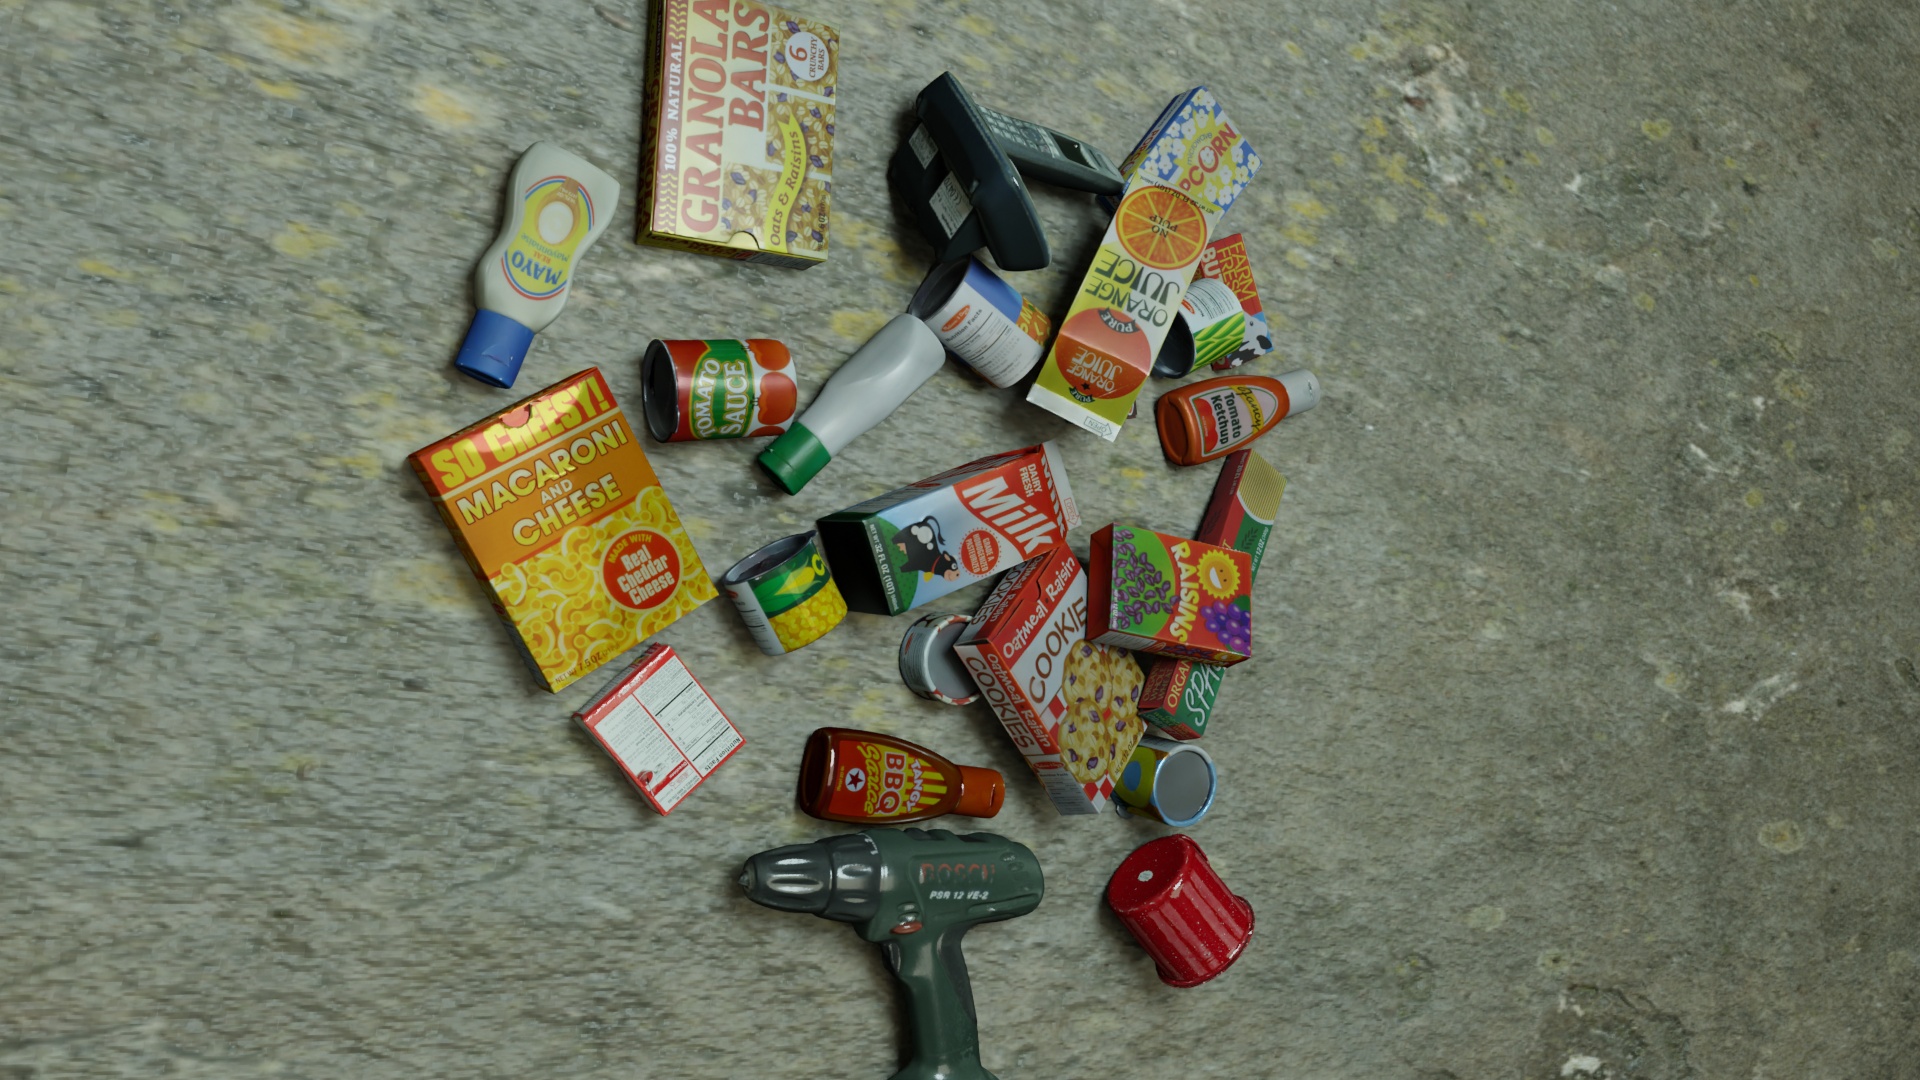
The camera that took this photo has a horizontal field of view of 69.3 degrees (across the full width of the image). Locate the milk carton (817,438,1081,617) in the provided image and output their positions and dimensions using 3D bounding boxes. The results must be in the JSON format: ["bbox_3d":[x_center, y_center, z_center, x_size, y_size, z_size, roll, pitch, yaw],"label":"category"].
[{"bbox_3d":[0.004,-0.012,0.995,0.191,0.073,0.072,-23,102,-29],"label":"milk carton"}]

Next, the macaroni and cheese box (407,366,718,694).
[{"bbox_3d":[-0.245,-0.008,0.869,0.124,0.040,0.166,-33,107,-27],"label":"macaroni and cheese box"}]

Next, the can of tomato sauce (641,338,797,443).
[{"bbox_3d":[-0.156,-0.098,0.903,0.083,0.071,0.071,-6,94,-31],"label":"can of tomato sauce"}]

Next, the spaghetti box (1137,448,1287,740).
[{"bbox_3d":[0.205,0.040,1.113,0.050,0.028,0.251,37,61,-25],"label":"spaghetti box"}]

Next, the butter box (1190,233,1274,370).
[{"bbox_3d":[0.221,-0.197,1.149,0.053,0.024,0.103,-25,103,-28],"label":"butter box"}]

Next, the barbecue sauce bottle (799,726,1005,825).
[{"bbox_3d":[-0.039,0.173,0.990,0.148,0.043,0.065,13,82,-30],"label":"barbecue sauce bottle"}]

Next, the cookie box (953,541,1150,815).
[{"bbox_3d":[0.076,0.101,1.032,0.167,0.040,0.123,58,45,-21],"label":"cookie box"}]

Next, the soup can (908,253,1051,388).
[{"bbox_3d":[0.014,-0.161,1.006,0.083,0.071,0.071,35,74,-27],"label":"soup can"}]

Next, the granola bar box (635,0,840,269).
[{"bbox_3d":[-0.147,-0.273,0.924,0.124,0.039,0.165,3,89,-30],"label":"granola bar box"}]

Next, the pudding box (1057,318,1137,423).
[{"bbox_3d":[0.106,-0.133,1.079,0.050,0.030,0.083,-10,96,-31],"label":"pudding box"}]

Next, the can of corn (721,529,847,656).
[{"bbox_3d":[-0.115,0.035,0.930,0.071,0.071,0.058,-34,108,-25],"label":"can of corn"}]

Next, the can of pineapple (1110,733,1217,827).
[{"bbox_3d":[0.160,0.191,1.099,0.071,0.058,0.071,-1,92,-31],"label":"can of pineapple"}]

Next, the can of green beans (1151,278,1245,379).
[{"bbox_3d":[0.183,-0.169,1.103,0.058,0.071,0.071,-26,104,-28],"label":"can of green beans"}]

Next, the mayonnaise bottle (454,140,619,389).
[{"bbox_3d":[-0.265,-0.167,0.854,0.065,0.041,0.148,26,77,-30],"label":"mayonnaise bottle"}]

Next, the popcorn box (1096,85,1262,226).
[{"bbox_3d":[0.177,-0.290,1.114,0.085,0.038,0.127,45,69,-24],"label":"popcorn box"}]

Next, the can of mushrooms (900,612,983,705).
[{"bbox_3d":[-0.006,0.086,1.014,0.071,0.033,0.071,0,90,-32],"label":"can of mushrooms"}]

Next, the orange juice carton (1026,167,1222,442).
[{"bbox_3d":[0.116,-0.167,1.017,0.072,0.072,0.193,26,72,-1],"label":"orange juice carton"}]

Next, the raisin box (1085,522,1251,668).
[{"bbox_3d":[0.158,0.043,1.044,0.123,0.040,0.086,12,67,-21],"label":"raisin box"}]

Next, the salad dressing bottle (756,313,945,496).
[{"bbox_3d":[-0.076,-0.093,0.958,0.148,0.064,0.044,-45,122,-13],"label":"salad dressing bottle"}]

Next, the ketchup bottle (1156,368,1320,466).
[{"bbox_3d":[0.232,-0.108,1.146,0.149,0.043,0.064,-19,100,-29],"label":"ketchup bottle"}]
